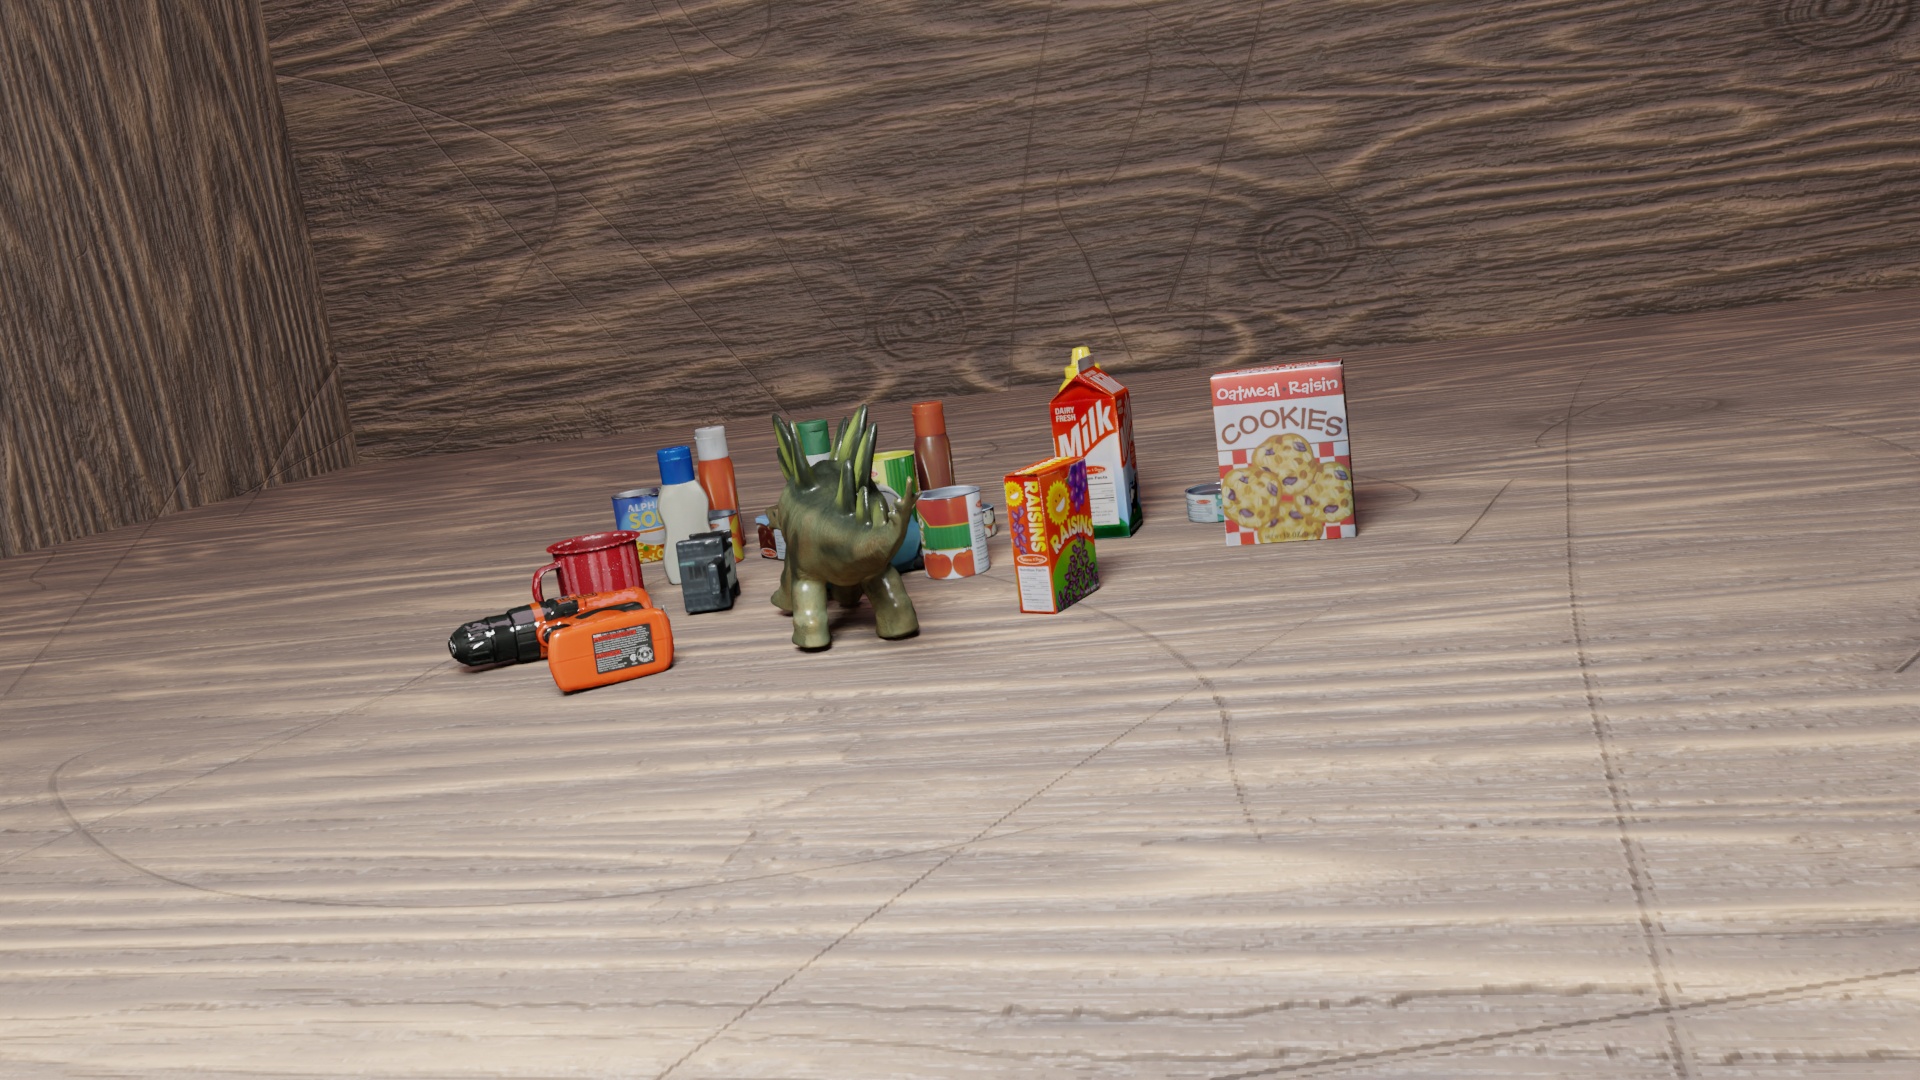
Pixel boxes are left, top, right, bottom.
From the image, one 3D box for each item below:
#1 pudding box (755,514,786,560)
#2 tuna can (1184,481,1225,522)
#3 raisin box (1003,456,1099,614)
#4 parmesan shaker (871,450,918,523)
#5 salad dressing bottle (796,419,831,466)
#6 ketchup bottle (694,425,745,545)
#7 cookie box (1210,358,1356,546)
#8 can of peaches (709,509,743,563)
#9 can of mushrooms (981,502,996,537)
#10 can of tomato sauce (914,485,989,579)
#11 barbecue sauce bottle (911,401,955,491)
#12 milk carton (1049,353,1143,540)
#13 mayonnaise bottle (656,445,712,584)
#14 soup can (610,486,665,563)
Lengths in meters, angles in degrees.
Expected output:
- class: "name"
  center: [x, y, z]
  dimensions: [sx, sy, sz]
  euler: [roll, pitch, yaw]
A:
- class: "pudding box"
  center: [-0.198, -0.004, 1.585]
  dimensions: [0.030, 0.049, 0.083]
  euler: [-16, 14, -37]
- class: "tuna can"
  center: [0.278, -0.042, 1.494]
  dimensions: [0.071, 0.032, 0.071]
  euler: [-7, 11, 2]
- class: "raisin box"
  center: [0.081, -0.006, 1.216]
  dimensions: [0.040, 0.123, 0.086]
  euler: [-1, 13, 34]
- class: "parmesan shaker"
  center: [-0.080, -0.046, 1.580]
  dimensions: [0.071, 0.103, 0.071]
  euler: [-8, 11, 2]
- class: "salad dressing bottle"
  center: [-0.164, -0.067, 1.625]
  dimensions: [0.064, 0.147, 0.044]
  euler: [-12, 11, -20]
- class: "ketchup bottle"
  center: [-0.297, -0.065, 1.704]
  dimensions: [0.043, 0.148, 0.065]
  euler: [-11, 11, -17]
- class: "cookie box"
  center: [0.311, -0.084, 1.335]
  dimensions: [0.123, 0.167, 0.040]
  euler: [-4, 11, 18]
- class: "can of peaches"
  center: [-0.288, -0.002, 1.616]
  dimensions: [0.071, 0.058, 0.071]
  euler: [-7, 11, 2]
- class: "can of mushrooms"
  center: [0.006, -0.020, 1.566]
  dimensions: [0.071, 0.033, 0.071]
  euler: [-7, 11, 2]
- class: "can of tomato sauce"
  center: [-0.010, -0.009, 1.393]
  dimensions: [0.071, 0.083, 0.071]
  euler: [-8, 11, 2]
- class: "barbecue sauce bottle"
  center: [-0.030, -0.089, 1.644]
  dimensions: [0.044, 0.148, 0.065]
  euler: [-10, 11, -9]
- class: "milk carton"
  center: [0.143, -0.101, 1.475]
  dimensions: [0.073, 0.190, 0.072]
  euler: [-4, 11, 20]
- class: "mayonnaise bottle"
  center: [-0.303, -0.029, 1.528]
  dimensions: [0.065, 0.147, 0.041]
  euler: [-10, 11, -13]
- class: "soup can"
  center: [-0.386, -0.019, 1.699]
  dimensions: [0.071, 0.083, 0.071]
  euler: [-8, 11, 2]
